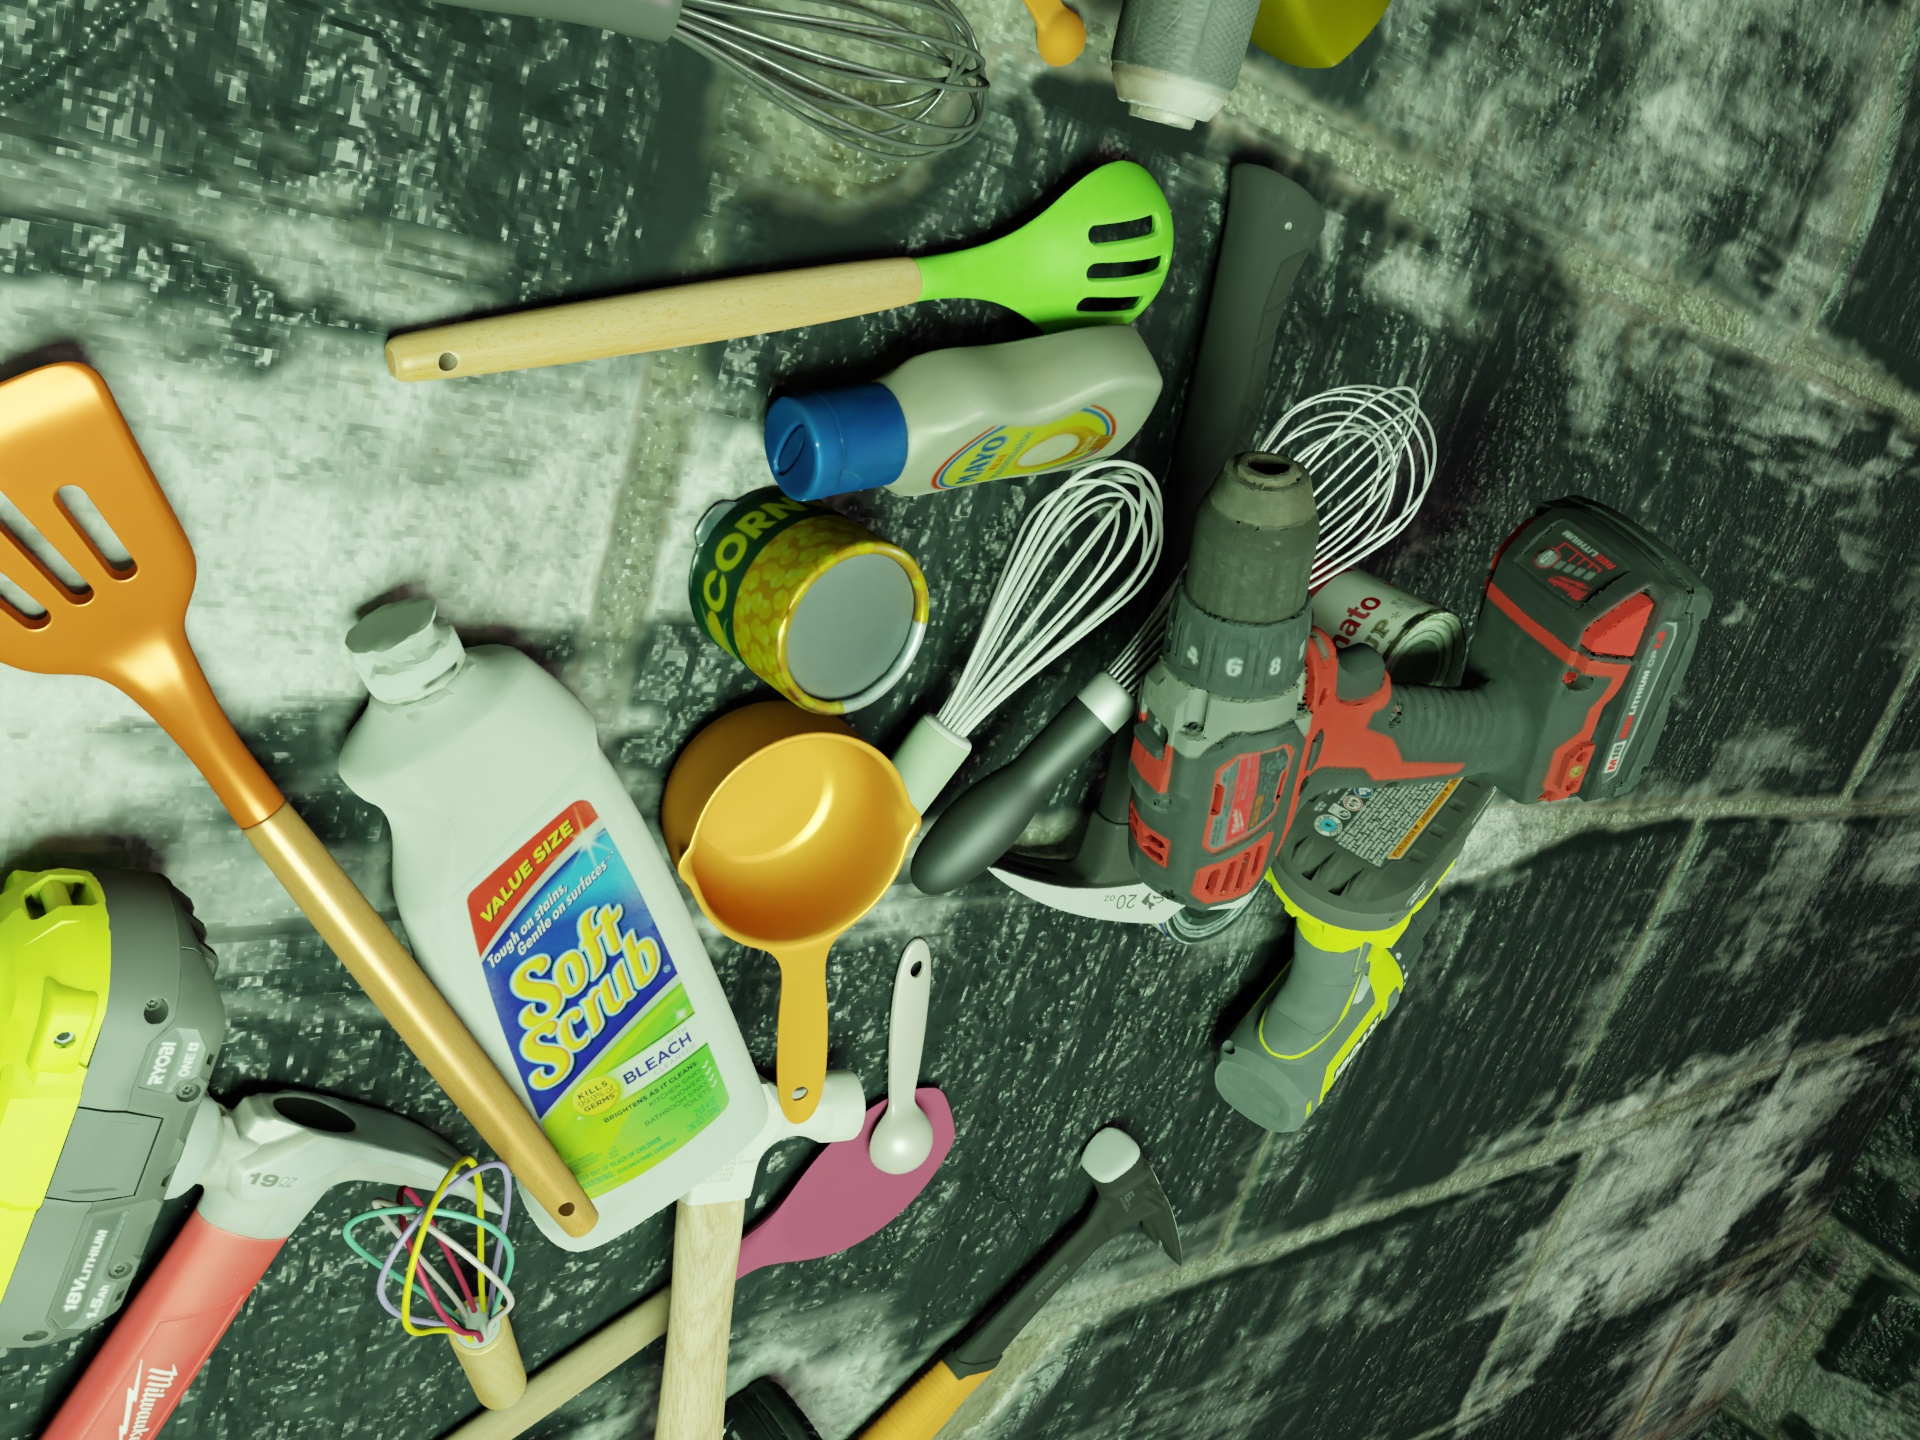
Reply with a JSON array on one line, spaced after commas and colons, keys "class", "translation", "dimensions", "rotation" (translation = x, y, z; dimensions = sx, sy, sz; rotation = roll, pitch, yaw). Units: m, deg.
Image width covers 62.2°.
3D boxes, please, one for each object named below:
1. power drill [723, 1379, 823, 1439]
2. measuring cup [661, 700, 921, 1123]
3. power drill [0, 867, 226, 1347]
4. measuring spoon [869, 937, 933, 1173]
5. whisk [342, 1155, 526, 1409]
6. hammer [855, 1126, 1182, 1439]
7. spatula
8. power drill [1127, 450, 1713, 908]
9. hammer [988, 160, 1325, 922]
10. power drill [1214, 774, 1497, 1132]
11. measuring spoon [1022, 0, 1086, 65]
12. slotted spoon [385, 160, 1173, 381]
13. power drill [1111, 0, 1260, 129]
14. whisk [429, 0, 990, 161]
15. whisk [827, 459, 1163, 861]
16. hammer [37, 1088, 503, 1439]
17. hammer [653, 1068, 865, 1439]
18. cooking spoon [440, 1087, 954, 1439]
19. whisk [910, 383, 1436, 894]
[{"class": "power drill", "translation": [-0.156, 0.414, 0.737], "dimensions": [0.219, 0.079, 0.143], "rotation": [-23, 110, -24]}, {"class": "measuring cup", "translation": [-0.070, 0.074, 0.617], "dimensions": [0.095, 0.052, 0.173], "rotation": [-10, 118, -26]}, {"class": "power drill", "translation": [-0.324, 0.098, 0.398], "dimensions": [0.223, 0.080, 0.171], "rotation": [15, 104, -42]}, {"class": "measuring spoon", "translation": [-0.022, 0.160, 0.742], "dimensions": [0.034, 0.018, 0.124], "rotation": [-11, 115, -39]}, {"class": "whisk", "translation": [-0.178, 0.215, 0.570], "dimensions": [0.051, 0.047, 0.244], "rotation": [-9, 148, -16]}, {"class": "hammer", "translation": [-0.009, 0.376, 0.886], "dimensions": [0.337, 0.034, 0.127], "rotation": [-40, 135, -16]}, {"class": "spatula", "translation": [-0.194, 0.050, 0.474], "dimensions": [0.081, 0.041, 0.322], "rotation": [-33, 117, -11]}, {"class": "power drill", "translation": [0.173, -0.028, 0.620], "dimensions": [0.226, 0.080, 0.187], "rotation": [-12, 130, -19]}, {"class": "hammer", "translation": [0.094, -0.066, 0.690], "dimensions": [0.146, 0.035, 0.334], "rotation": [1, 111, -26]}, {"class": "power drill", "translation": [0.221, 0.101, 0.870], "dimensions": [0.190, 0.080, 0.228], "rotation": [-42, 150, -30]}, {"class": "measuring spoon", "translation": [0.016, -0.267, 0.525], "dimensions": [0.021, 0.011, 0.116], "rotation": [-48, 137, -9]}, {"class": "slotted spoon", "translation": [-0.038, -0.145, 0.542], "dimensions": [0.313, 0.031, 0.070], "rotation": [-18, 131, -32]}, {"class": "power drill", "translation": [0.017, -0.278, 0.444], "dimensions": [0.226, 0.084, 0.185], "rotation": [0, 115, -31]}, {"class": "whisk", "translation": [-0.086, -0.202, 0.452], "dimensions": [0.238, 0.055, 0.055], "rotation": [-3, 117, -37]}, {"class": "whisk", "translation": [-0.001, -0.002, 0.643], "dimensions": [0.059, 0.058, 0.246], "rotation": [31, 100, -40]}, {"class": "hammer", "translation": [-0.319, 0.299, 0.553], "dimensions": [0.386, 0.038, 0.143], "rotation": [-56, 139, 0]}, {"class": "hammer", "translation": [-0.119, 0.314, 0.680], "dimensions": [0.130, 0.031, 0.331], "rotation": [4, 94, -33]}, {"class": "cooking spoon", "translation": [-0.130, 0.262, 0.716], "dimensions": [0.319, 0.017, 0.068], "rotation": [-29, 123, -27]}, {"class": "whisk", "translation": [0.084, -0.030, 0.650], "dimensions": [0.284, 0.070, 0.070], "rotation": [-45, 138, 3]}]
